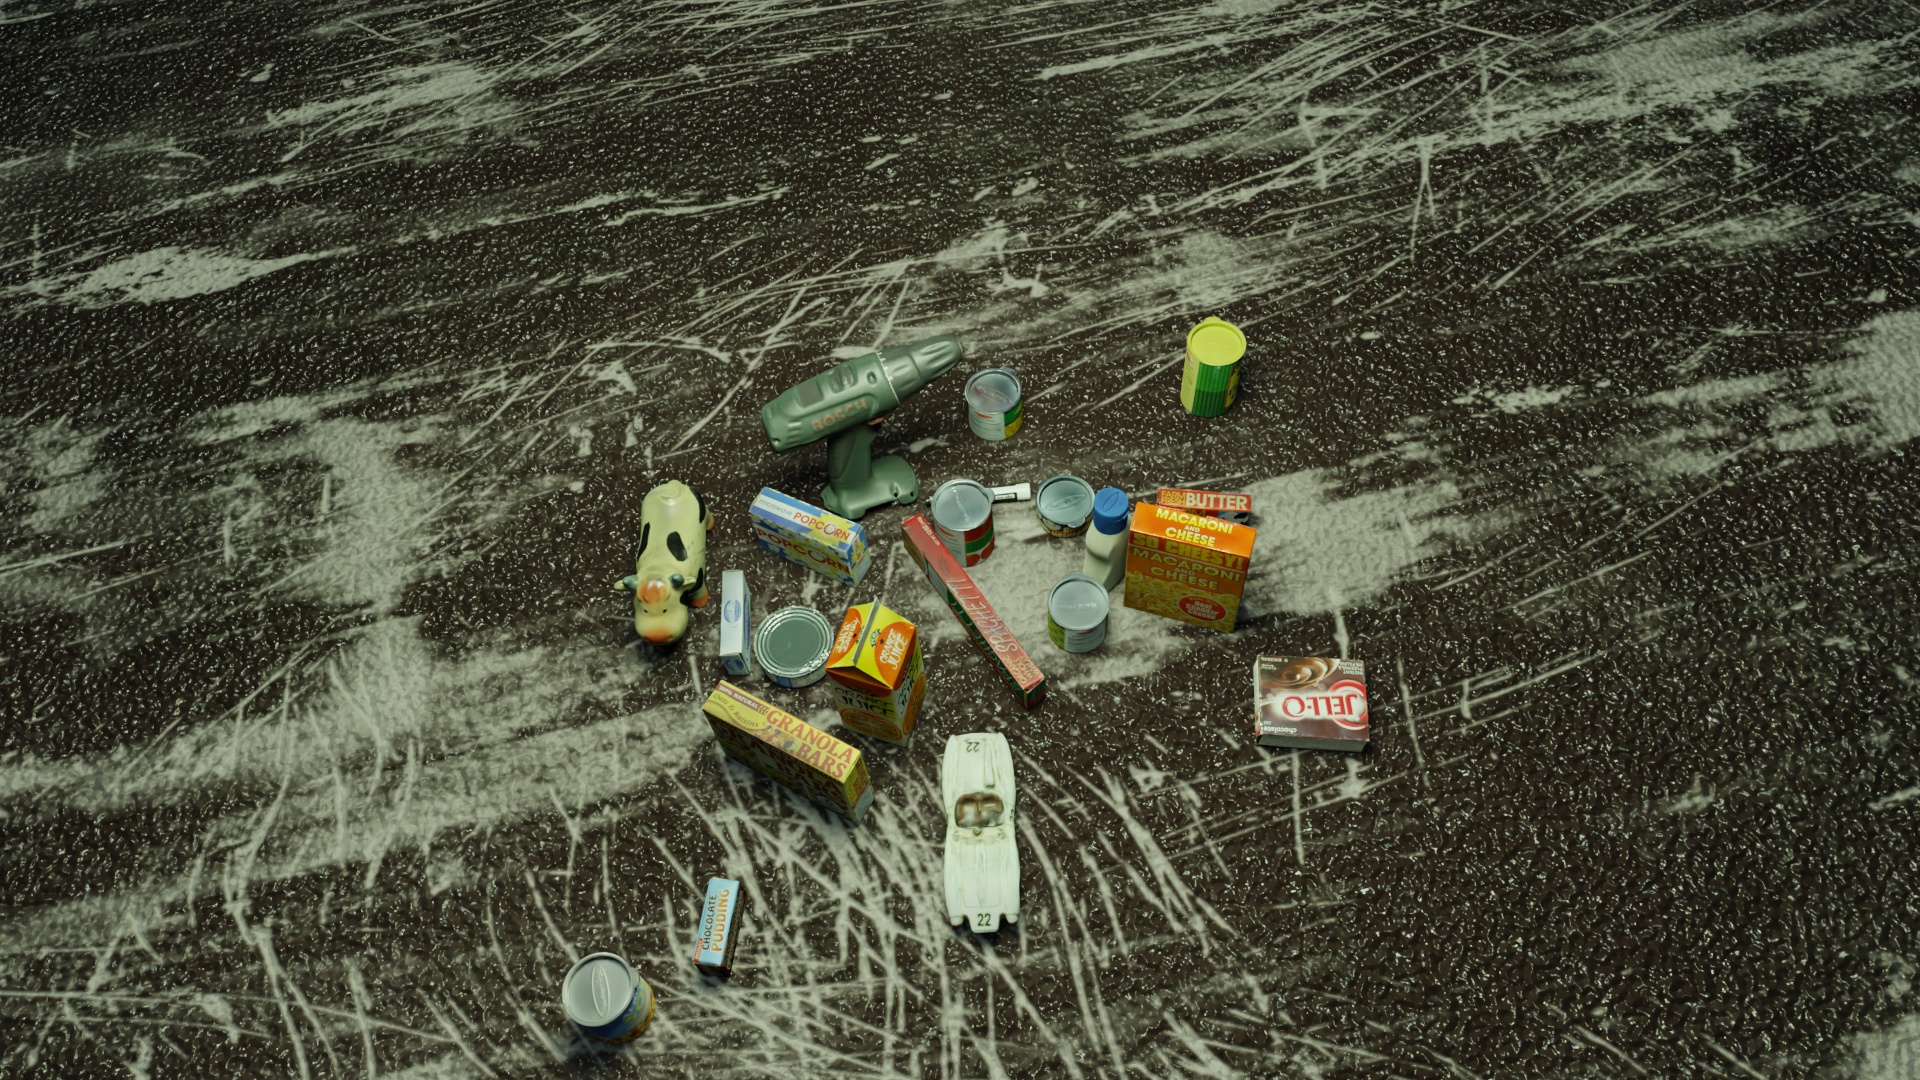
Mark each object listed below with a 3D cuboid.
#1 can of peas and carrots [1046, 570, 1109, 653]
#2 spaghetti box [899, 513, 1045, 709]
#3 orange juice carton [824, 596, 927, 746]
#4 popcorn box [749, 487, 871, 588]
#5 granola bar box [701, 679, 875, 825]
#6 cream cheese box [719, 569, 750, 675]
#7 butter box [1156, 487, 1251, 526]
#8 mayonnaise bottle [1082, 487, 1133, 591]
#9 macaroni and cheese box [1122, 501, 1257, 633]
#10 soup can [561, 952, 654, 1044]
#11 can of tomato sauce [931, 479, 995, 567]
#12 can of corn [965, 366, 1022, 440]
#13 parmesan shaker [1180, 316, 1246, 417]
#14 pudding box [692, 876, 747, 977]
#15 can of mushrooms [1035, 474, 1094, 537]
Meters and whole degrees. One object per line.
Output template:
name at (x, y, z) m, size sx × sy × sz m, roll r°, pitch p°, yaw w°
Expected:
can of peas and carrots at (0.125, 0.077, 1.488) m, size 0.071 × 0.058 × 0.071 m, roll -2°, pitch 59°, yaw 3°
spaghetti box at (0.012, 0.075, 1.502) m, size 0.029 × 0.050 × 0.251 m, roll -30°, pitch 62°, yaw -14°
orange juice carton at (-0.085, 0.131, 1.392) m, size 0.073 × 0.191 × 0.072 m, roll 14°, pitch 61°, yaw 12°
popcorn box at (-0.166, -0.003, 1.541) m, size 0.127 × 0.084 × 0.038 m, roll 22°, pitch 63°, yaw 16°
granola bar box at (-0.169, 0.212, 1.388) m, size 0.166 × 0.123 × 0.039 m, roll 24°, pitch 64°, yaw 17°
cream cheese box at (-0.244, 0.089, 1.508) m, size 0.024 × 0.053 × 0.104 m, roll -5°, pitch 59°, yaw 1°
butter box at (0.270, -0.032, 1.549) m, size 0.103 × 0.053 × 0.024 m, roll 5°, pitch 60°, yaw 7°
mayonnaise bottle at (0.158, -0.003, 1.483) m, size 0.041 × 0.147 × 0.065 m, roll 30°, pitch 66°, yaw 20°
macaroni and cheese box at (0.236, 0.029, 1.448) m, size 0.124 × 0.165 × 0.040 m, roll 14°, pitch 61°, yaw 12°
soup can at (-0.323, 0.426, 1.292) m, size 0.071 × 0.083 × 0.071 m, roll -2°, pitch 59°, yaw 3°
can of tomato sauce at (0.005, -0.019, 1.541) m, size 0.071 × 0.082 × 0.071 m, roll -2°, pitch 59°, yaw 3°
can of corn at (0.042, -0.162, 1.639) m, size 0.071 × 0.058 × 0.071 m, roll -2°, pitch 59°, yaw 3°
parmesan shaker at (0.294, -0.201, 1.620) m, size 0.071 × 0.102 × 0.071 m, roll -2°, pitch 59°, yaw 3°
pudding box at (-0.232, 0.372, 1.338) m, size 0.030 × 0.049 × 0.084 m, roll 5°, pitch 59°, yaw 7°
can of mushrooms at (0.119, -0.036, 1.572) m, size 0.071 × 0.033 × 0.071 m, roll -2°, pitch 59°, yaw 3°
